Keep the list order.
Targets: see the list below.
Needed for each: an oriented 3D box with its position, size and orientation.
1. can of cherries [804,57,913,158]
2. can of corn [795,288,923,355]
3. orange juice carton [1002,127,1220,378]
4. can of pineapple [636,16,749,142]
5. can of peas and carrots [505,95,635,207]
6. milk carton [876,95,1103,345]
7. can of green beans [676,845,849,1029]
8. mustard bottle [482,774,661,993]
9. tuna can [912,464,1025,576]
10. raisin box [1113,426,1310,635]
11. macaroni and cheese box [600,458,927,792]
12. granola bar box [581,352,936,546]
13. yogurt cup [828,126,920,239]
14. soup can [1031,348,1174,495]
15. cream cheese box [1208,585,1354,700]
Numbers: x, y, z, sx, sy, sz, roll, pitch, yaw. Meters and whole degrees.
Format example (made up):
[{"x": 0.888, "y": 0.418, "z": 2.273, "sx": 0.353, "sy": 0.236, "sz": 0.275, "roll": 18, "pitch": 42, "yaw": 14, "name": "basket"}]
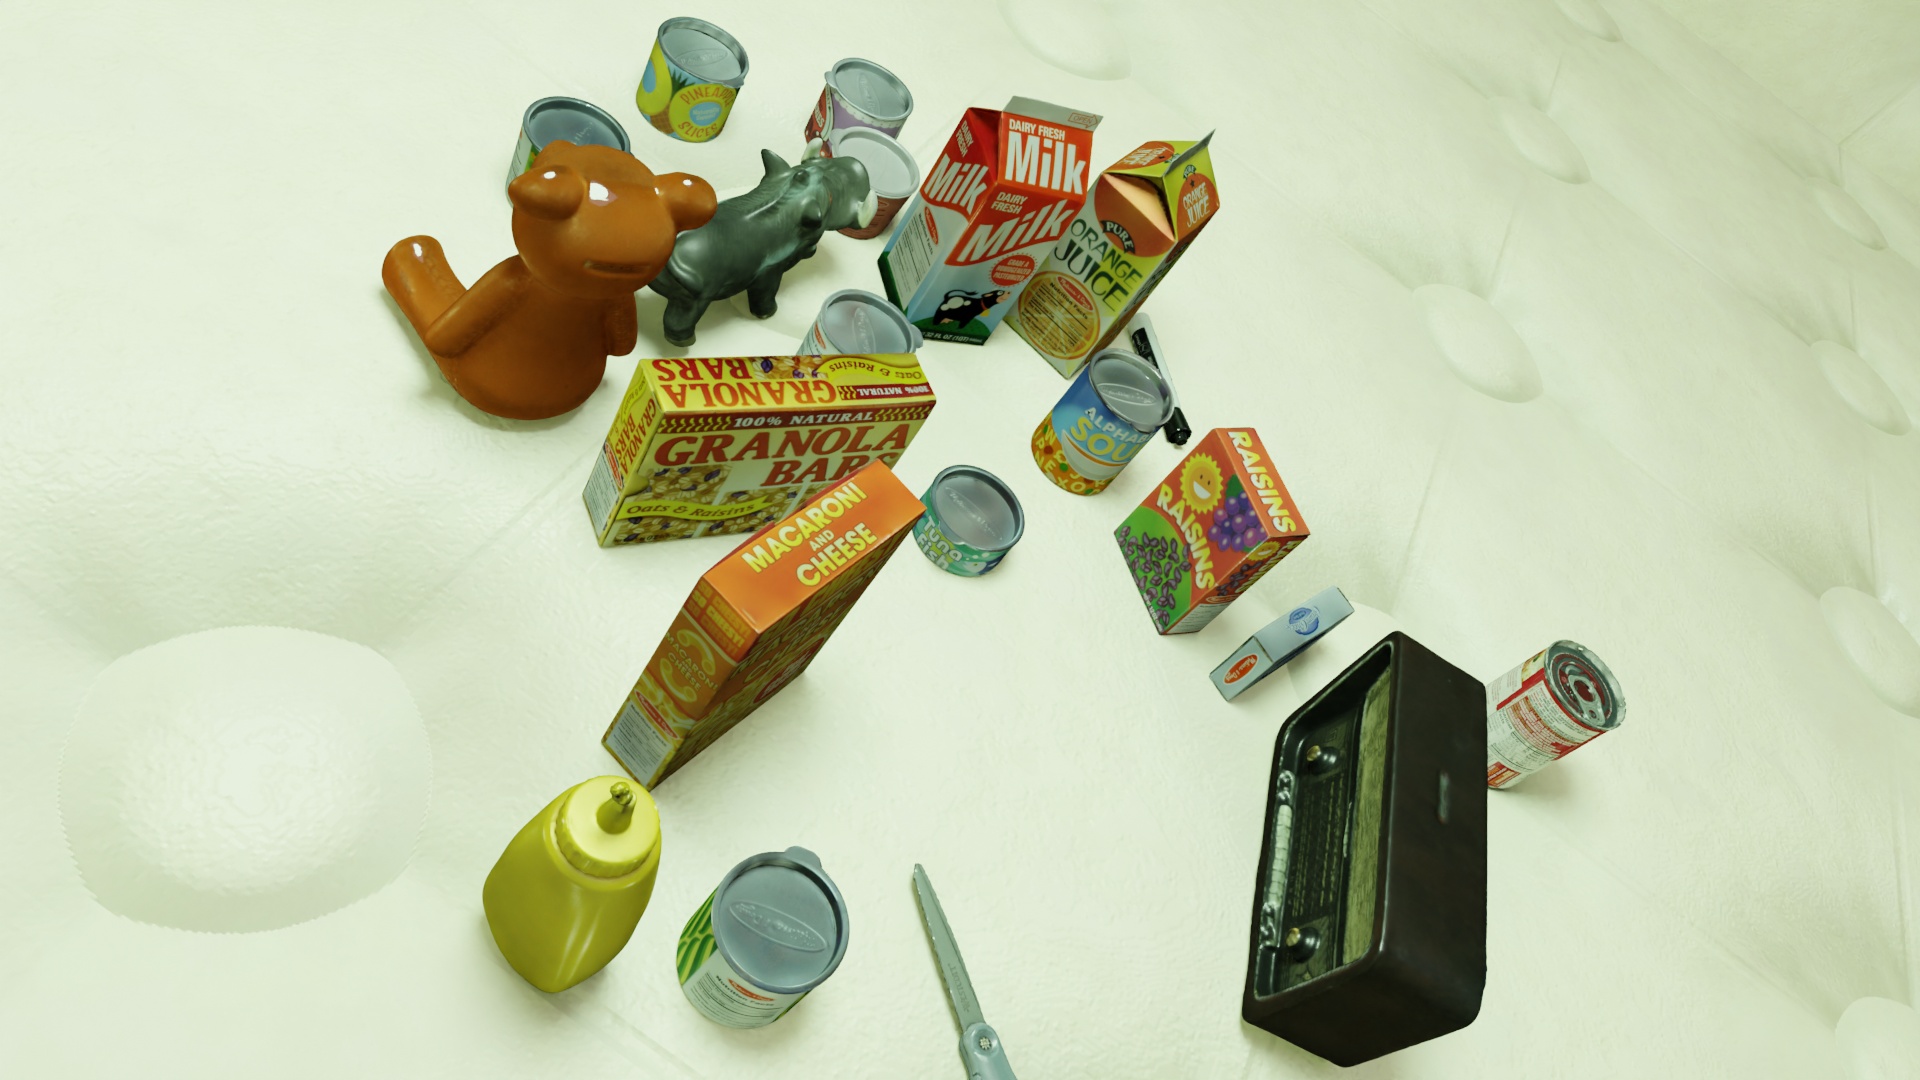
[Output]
[{"x": -0.079, "y": -0.318, "z": 1.043, "sx": 0.071, "sy": 0.058, "sz": 0.072, "roll": 16, "pitch": 50, "yaw": -20, "name": "can of cherries"}, {"x": -0.068, "y": -0.118, "z": 0.897, "sx": 0.071, "sy": 0.058, "sz": 0.071, "roll": 16, "pitch": 50, "yaw": -20, "name": "can of corn"}, {"x": 0.114, "y": -0.210, "z": 0.984, "sx": 0.073, "sy": 0.191, "sz": 0.072, "roll": 44, "pitch": 46, "yaw": 5, "name": "orange juice carton"}, {"x": -0.189, "y": -0.323, "z": 0.980, "sx": 0.071, "sy": 0.057, "sz": 0.071, "roll": 16, "pitch": 50, "yaw": -20, "name": "can of pineapple"}, {"x": -0.246, "y": -0.235, "z": 0.877, "sx": 0.071, "sy": 0.058, "sz": 0.071, "roll": 16, "pitch": 50, "yaw": -20, "name": "can of peas and carrots"}, {"x": 0.020, "y": -0.222, "z": 0.938, "sx": 0.072, "sy": 0.189, "sz": 0.074, "roll": 2, "pitch": 56, "yaw": -30, "name": "milk carton"}, {"x": -0.093, "y": 0.188, "z": 0.649, "sx": 0.071, "sy": 0.057, "sz": 0.071, "roll": 16, "pitch": 50, "yaw": -20, "name": "can of green beans"}, {"x": -0.156, "y": 0.137, "z": 0.579, "sx": 0.065, "sy": 0.159, "sz": 0.049, "roll": 49, "pitch": 47, "yaw": 10, "name": "mustard bottle"}, {"x": 0.003, "y": -0.011, "z": 0.876, "sx": 0.071, "sy": 0.032, "sz": 0.071, "roll": 16, "pitch": 50, "yaw": -20, "name": "tuna can"}, {"x": 0.161, "y": -0.005, "z": 0.905, "sx": 0.040, "sy": 0.122, "sz": 0.086, "roll": -2, "pitch": 58, "yaw": -33, "name": "raisin box"}, {"x": -0.099, "y": 0.043, "z": 0.680, "sx": 0.040, "sy": 0.165, "sz": 0.124, "roll": 46, "pitch": 46, "yaw": 6, "name": "macaroni and cheese box"}, {"x": -0.112, "y": -0.051, "z": 0.773, "sx": 0.166, "sy": 0.123, "sz": 0.039, "roll": -7, "pitch": 61, "yaw": -35, "name": "granola bar box"}, {"x": -0.070, "y": -0.256, "z": 1.004, "sx": 0.072, "sy": 0.053, "sz": 0.073, "roll": 16, "pitch": 50, "yaw": -20, "name": "yogurt cup"}, {"x": 0.096, "y": -0.078, "z": 0.948, "sx": 0.071, "sy": 0.083, "sz": 0.072, "roll": 16, "pitch": 50, "yaw": -20, "name": "soup can"}, {"x": 0.216, "y": 0.068, "z": 0.931, "sx": 0.104, "sy": 0.053, "sz": 0.024, "roll": -23, "pitch": 71, "yaw": -41, "name": "cream cheese box"}]
